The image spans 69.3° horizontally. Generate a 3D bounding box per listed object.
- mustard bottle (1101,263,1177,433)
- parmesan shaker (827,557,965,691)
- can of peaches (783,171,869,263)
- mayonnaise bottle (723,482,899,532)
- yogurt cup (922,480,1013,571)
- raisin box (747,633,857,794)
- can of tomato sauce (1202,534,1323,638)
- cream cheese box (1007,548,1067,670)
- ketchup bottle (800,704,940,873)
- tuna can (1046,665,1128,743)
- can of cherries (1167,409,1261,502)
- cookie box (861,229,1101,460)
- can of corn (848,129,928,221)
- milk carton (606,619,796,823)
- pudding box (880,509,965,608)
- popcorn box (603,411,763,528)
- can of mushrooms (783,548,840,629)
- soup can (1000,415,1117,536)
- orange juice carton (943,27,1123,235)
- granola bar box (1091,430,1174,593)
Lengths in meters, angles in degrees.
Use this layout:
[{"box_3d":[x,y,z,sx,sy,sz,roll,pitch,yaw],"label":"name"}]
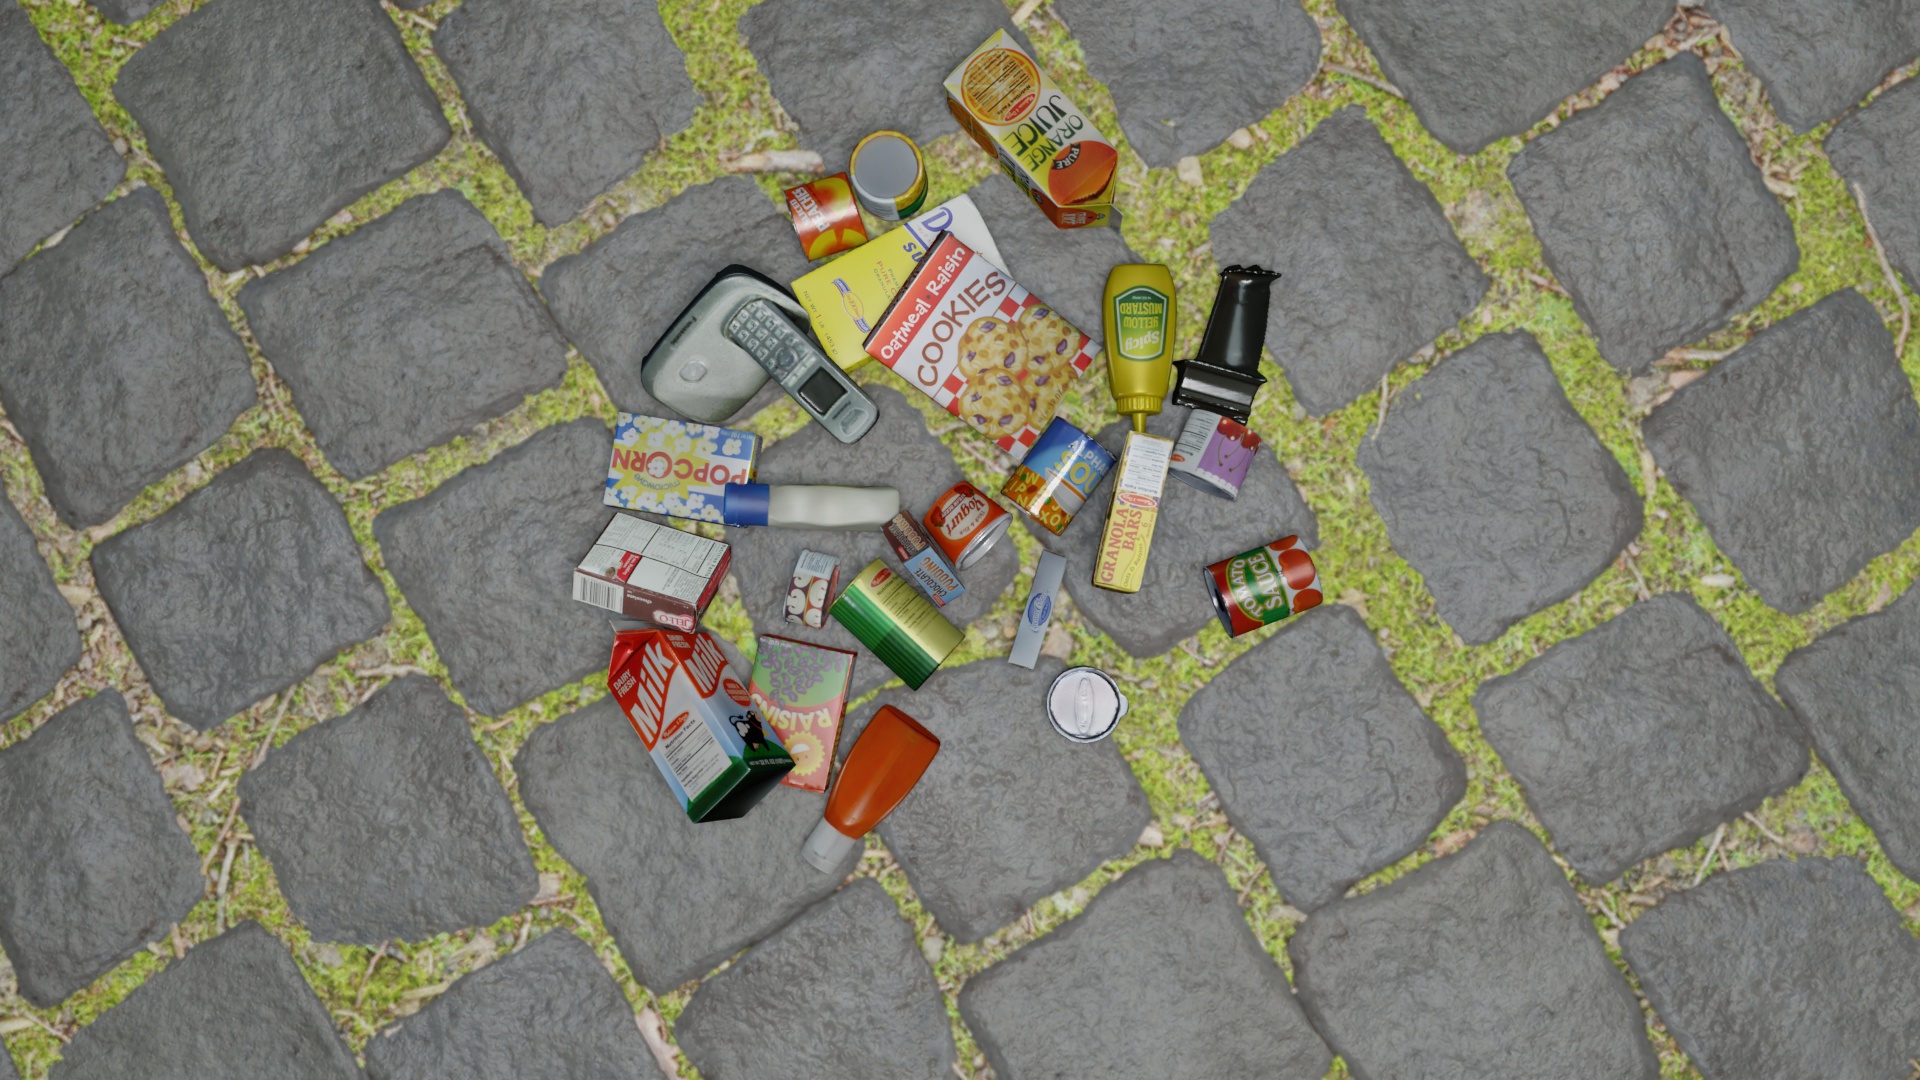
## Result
[{"box_3d":[0.157,-0.160,1.214,0.065,0.049,0.160,-1,87,4],"label":"mustard bottle"},{"box_3d":[-0.057,0.074,1.201,0.103,0.071,0.071,43,90,3],"label":"parmesan shaker"},{"box_3d":[-0.118,-0.285,1.221,0.058,0.071,0.071,-18,87,1],"label":"can of peaches"},{"box_3d":[-0.129,-0.029,1.199,0.148,0.064,0.041,2,87,-11],"label":"mayonnaise bottle"},{"box_3d":[0.004,-0.015,1.207,0.072,0.072,0.054,-45,78,0],"label":"yogurt cup"},{"box_3d":[-0.144,0.150,1.216,0.086,0.040,0.123,12,88,2],"label":"raisin box"},{"box_3d":[0.259,0.038,1.189,0.083,0.071,0.071,-21,87,1],"label":"can of tomato sauce"},{"box_3d":[0.068,0.060,1.204,0.024,0.053,0.104,17,88,5],"label":"cream cheese box"},{"box_3d":[-0.083,0.219,1.208,0.065,0.043,0.149,35,89,5],"label":"ketchup bottle"},{"box_3d":[0.110,0.142,1.208,0.071,0.033,0.071,0,87,3],"label":"tuna can"},{"box_3d":[0.220,-0.073,1.200,0.071,0.071,0.058,25,88,3],"label":"can of cherries"},{"box_3d":[0.017,-0.168,1.197,0.167,0.040,0.123,34,96,-14],"label":"cookie box"},{"box_3d":[-0.062,-0.324,1.227,0.071,0.058,0.071,0,88,2],"label":"can of corn"},{"box_3d":[-0.231,0.140,1.180,0.073,0.072,0.191,-44,68,15],"label":"milk carton"},{"box_3d":[-0.032,0.016,1.190,0.030,0.083,0.050,-34,52,1],"label":"pudding box"},{"box_3d":[-0.245,-0.062,1.231,0.127,0.038,0.085,9,89,3],"label":"popcorn box"},{"box_3d":[-0.129,0.045,1.208,0.033,0.071,0.071,14,88,3],"label":"can of mushrooms"},{"box_3d":[0.086,-0.054,1.201,0.071,0.071,0.084,36,90,4],"label":"soup can"},{"box_3d":[0.075,-0.344,1.216,0.073,0.072,0.193,-42,86,0],"label":"orange juice carton"},{"box_3d":[0.140,-0.019,1.150,0.039,0.165,0.124,13,88,5],"label":"granola bar box"}]
